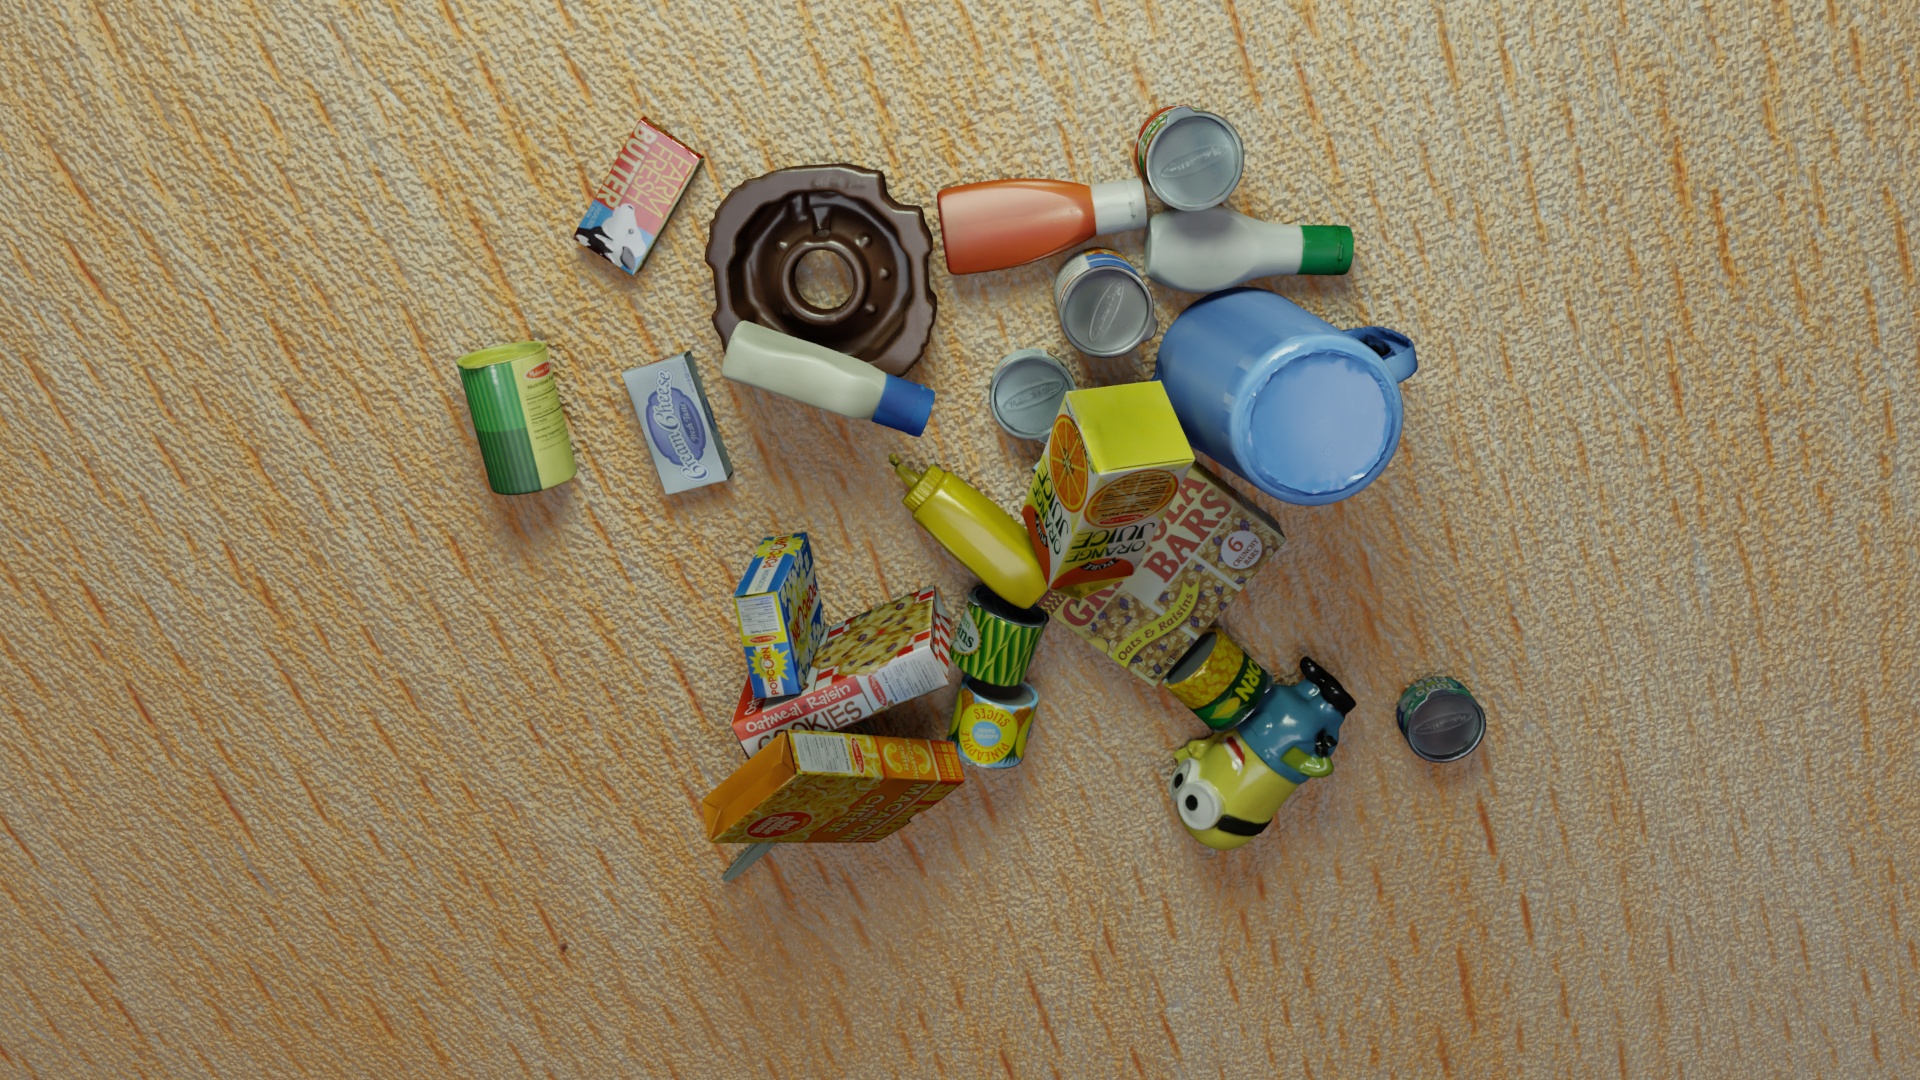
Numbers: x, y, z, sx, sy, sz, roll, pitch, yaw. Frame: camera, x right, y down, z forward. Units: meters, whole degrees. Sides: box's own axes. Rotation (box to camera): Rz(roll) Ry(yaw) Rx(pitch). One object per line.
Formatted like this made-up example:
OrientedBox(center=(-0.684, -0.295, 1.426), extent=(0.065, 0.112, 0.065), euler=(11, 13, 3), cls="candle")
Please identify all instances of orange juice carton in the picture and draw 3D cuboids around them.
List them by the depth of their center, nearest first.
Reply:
OrientedBox(center=(0.098, -0.026, 1.010), extent=(0.073, 0.072, 0.191), euler=(-8, 149, -17), cls="orange juice carton")

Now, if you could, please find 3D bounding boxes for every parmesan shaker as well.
OrientedBox(center=(-0.337, -0.092, 1.051), extent=(0.071, 0.071, 0.102), euler=(-7, 111, 3), cls="parmesan shaker")

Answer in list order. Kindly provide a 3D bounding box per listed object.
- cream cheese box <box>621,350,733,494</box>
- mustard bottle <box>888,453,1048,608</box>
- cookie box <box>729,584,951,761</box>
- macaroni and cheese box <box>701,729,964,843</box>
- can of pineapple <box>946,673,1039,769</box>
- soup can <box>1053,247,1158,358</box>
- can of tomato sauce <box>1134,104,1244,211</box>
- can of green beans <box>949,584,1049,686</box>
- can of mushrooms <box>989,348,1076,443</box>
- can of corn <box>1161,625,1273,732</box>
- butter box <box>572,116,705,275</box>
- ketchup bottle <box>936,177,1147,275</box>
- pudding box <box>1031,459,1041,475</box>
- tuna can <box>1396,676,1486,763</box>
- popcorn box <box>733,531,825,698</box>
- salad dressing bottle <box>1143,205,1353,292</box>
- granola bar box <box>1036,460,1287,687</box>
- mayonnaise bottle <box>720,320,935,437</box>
OrientedBox(center=(-0.219, -0.090, 1.076), extent=(0.053, 0.024, 0.103), euler=(-15, 109, 7), cls="cream cheese box")
OrientedBox(center=(0.004, -0.014, 1.086), extent=(0.160, 0.065, 0.048), euler=(40, 107, -6), cls="mustard bottle")
OrientedBox(center=(-0.091, 0.104, 1.095), extent=(0.167, 0.123, 0.040), euler=(-22, 108, 8), cls="cookie box")
OrientedBox(center=(-0.098, 0.197, 1.091), extent=(0.166, 0.040, 0.123), euler=(12, 140, -41), cls="macaroni and cheese box")
OrientedBox(center=(0.026, 0.147, 1.139), extent=(0.071, 0.071, 0.057), euler=(12, 109, -4), cls="can of pineapple")
OrientedBox(center=(0.105, -0.174, 1.012), extent=(0.071, 0.084, 0.071), euler=(0, 111, 0), cls="soup can")
OrientedBox(center=(0.158, -0.272, 0.976), extent=(0.071, 0.083, 0.071), euler=(0, 110, 0), cls="can of tomato sauce")
OrientedBox(center=(0.030, 0.076, 1.115), extent=(0.071, 0.071, 0.057), euler=(19, 110, -7), cls="can of green beans")
OrientedBox(center=(0.056, -0.110, 1.063), extent=(0.071, 0.033, 0.070), euler=(0, 110, 0), cls="can of mushrooms")
OrientedBox(center=(0.208, 0.110, 1.126), extent=(0.058, 0.071, 0.071), euler=(42, 105, -13), cls="can of corn")
OrientedBox(center=(-0.235, -0.252, 1.016), extent=(0.053, 0.024, 0.103), euler=(31, 108, -11), cls="butter box")
OrientedBox(center=(0.060, -0.234, 1.011), extent=(0.149, 0.044, 0.064), euler=(-8, 111, 3), cls="ketchup bottle")
OrientedBox(center=(0.102, -0.067, 1.070), extent=(0.083, 0.030, 0.049), euler=(-44, 145, 14), cls="pudding box")
OrientedBox(center=(0.399, 0.147, 1.157), extent=(0.071, 0.033, 0.070), euler=(0, 110, 0), cls="tuna can")
OrientedBox(center=(-0.139, 0.056, 1.076), extent=(0.038, 0.127, 0.085), euler=(-7, 110, 6), cls="popcorn box")
OrientedBox(center=(0.211, -0.214, 1.020), extent=(0.148, 0.044, 0.064), euler=(1, 105, -1), cls="salad dressing bottle")
OrientedBox(center=(0.157, 0.019, 1.108), extent=(0.124, 0.039, 0.165), euler=(35, 106, -12), cls="granola bar box")
OrientedBox(center=(-0.093, -0.113, 0.988), extent=(0.148, 0.065, 0.041), euler=(19, 108, -8), cls="mayonnaise bottle")
